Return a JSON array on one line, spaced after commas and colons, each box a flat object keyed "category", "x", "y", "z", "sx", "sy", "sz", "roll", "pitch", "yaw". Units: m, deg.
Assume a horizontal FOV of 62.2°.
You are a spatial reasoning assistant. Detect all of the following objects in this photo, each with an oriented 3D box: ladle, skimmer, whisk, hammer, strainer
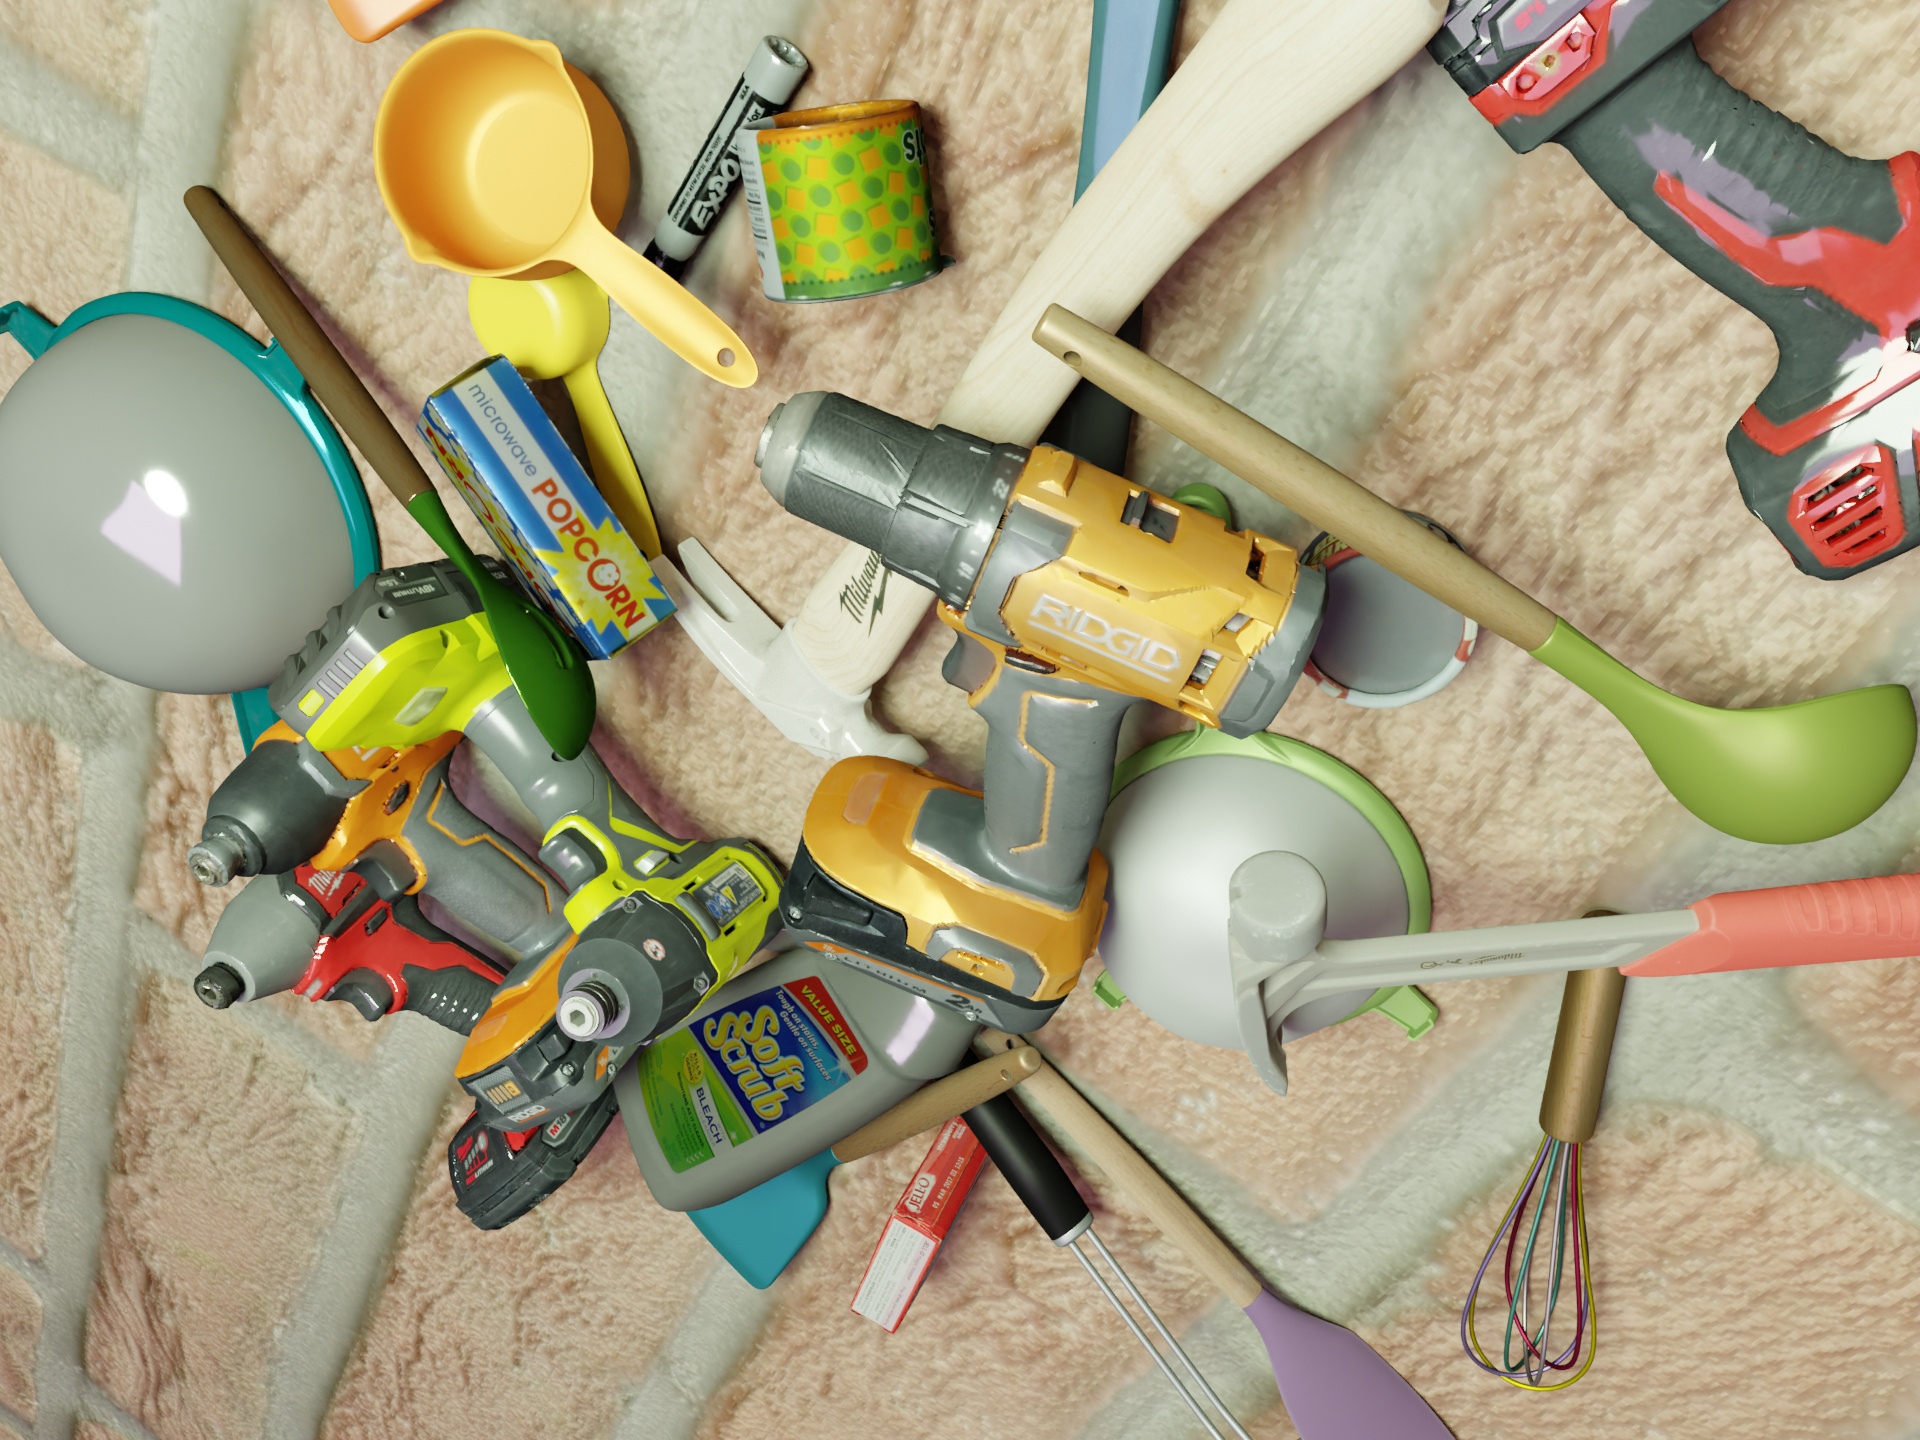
[{"category": "ladle", "x": 0.165, "y": -0.051, "z": 0.504, "sx": 0.320, "sy": 0.062, "sz": 0.078, "roll": 30, "pitch": 151, "yaw": -9}, {"category": "skimmer", "x": 0.083, "y": 0.303, "z": 0.794, "sx": 0.363, "sy": 0.127, "sz": 0.090, "roll": 53, "pitch": 158, "yaw": 3}, {"category": "whisk", "x": 0.252, "y": 0.186, "z": 0.660, "sx": 0.047, "sy": 0.051, "sz": 0.244, "roll": 33, "pitch": 131, "yaw": 49}, {"category": "hammer", "x": 0.009, "y": -0.117, "z": 0.549, "sx": 0.146, "sy": 0.038, "sz": 0.410, "roll": 46, "pitch": 137, "yaw": 4}, {"category": "hammer", "x": 0.271, "y": 0.073, "z": 0.529, "sx": 0.359, "sy": 0.037, "sz": 0.149, "roll": -7, "pitch": 146, "yaw": 10}, {"category": "hammer", "x": 0.049, "y": -0.155, "z": 0.559, "sx": 0.128, "sy": 0.033, "sz": 0.330, "roll": 16, "pitch": 124, "yaw": 17}, {"category": "strainer", "x": 0.101, "y": 0.037, "z": 0.624, "sx": 0.151, "sy": 0.069, "sz": 0.256, "roll": 2, "pitch": 120, "yaw": 25}, {"category": "strainer", "x": -0.395, "y": -0.036, "z": 0.801, "sx": 0.211, "sy": 0.095, "sz": 0.340, "roll": 10, "pitch": 121, "yaw": 20}]

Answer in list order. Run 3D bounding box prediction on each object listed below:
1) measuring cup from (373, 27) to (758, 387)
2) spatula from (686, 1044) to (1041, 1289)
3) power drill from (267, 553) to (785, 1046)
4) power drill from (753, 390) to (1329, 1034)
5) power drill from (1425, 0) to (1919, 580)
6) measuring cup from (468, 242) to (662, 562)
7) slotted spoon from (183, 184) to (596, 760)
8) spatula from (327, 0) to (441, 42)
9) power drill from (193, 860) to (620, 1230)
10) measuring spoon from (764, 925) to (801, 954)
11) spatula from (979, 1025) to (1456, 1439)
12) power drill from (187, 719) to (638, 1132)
[{"category": "measuring cup", "x": -0.138, "y": -0.185, "z": 0.606, "sx": 0.173, "sy": 0.052, "sz": 0.095, "roll": 40, "pitch": 105, "yaw": 0}, {"category": "spatula", "x": -0.053, "y": 0.218, "z": 0.800, "sx": 0.082, "sy": 0.044, "sz": 0.317, "roll": 49, "pitch": 139, "yaw": 0}, {"category": "power drill", "x": -0.183, "y": 0.038, "z": 0.696, "sx": 0.080, "sy": 0.171, "sz": 0.223, "roll": -43, "pitch": 89, "yaw": 17}, {"category": "power drill", "x": -0.001, "y": -0.002, "z": 0.562, "sx": 0.185, "sy": 0.084, "sz": 0.226, "roll": 23, "pitch": 133, "yaw": -1}, {"category": "power drill", "x": 0.258, "y": -0.165, "z": 0.429, "sx": 0.226, "sy": 0.080, "sz": 0.188, "roll": 47, "pitch": 127, "yaw": -9}, {"category": "measuring cup", "x": -0.163, "y": -0.126, "z": 0.677, "sx": 0.062, "sy": 0.029, "sz": 0.156, "roll": -6, "pitch": 113, "yaw": 28}, {"category": "slotted spoon", "x": -0.246, "y": -0.114, "z": 0.682, "sx": 0.031, "sy": 0.070, "sz": 0.314, "roll": -38, "pitch": 80, "yaw": 0}, {"category": "spatula", "x": -0.094, "y": -0.312, "z": 0.529, "sx": 0.322, "sy": 0.041, "sz": 0.081, "roll": -6, "pitch": 115, "yaw": 27}, {"category": "power drill", "x": -0.282, "y": 0.153, "z": 0.832, "sx": 0.219, "sy": 0.143, "sz": 0.078, "roll": 45, "pitch": 124, "yaw": -8}, {"category": "measuring spoon", "x": -0.084, "y": 0.105, "z": 0.791, "sx": 0.124, "sy": 0.018, "sz": 0.034, "roll": 12, "pitch": 128, "yaw": 11}, {"category": "spatula", "x": 0.121, "y": 0.261, "z": 0.768, "sx": 0.316, "sy": 0.060, "sz": 0.018, "roll": 47, "pitch": 159, "yaw": -1}, {"category": "power drill", "x": -0.249, "y": 0.087, "z": 0.764, "sx": 0.084, "sy": 0.164, "sz": 0.226, "roll": -28, "pitch": 106, "yaw": 34}]
